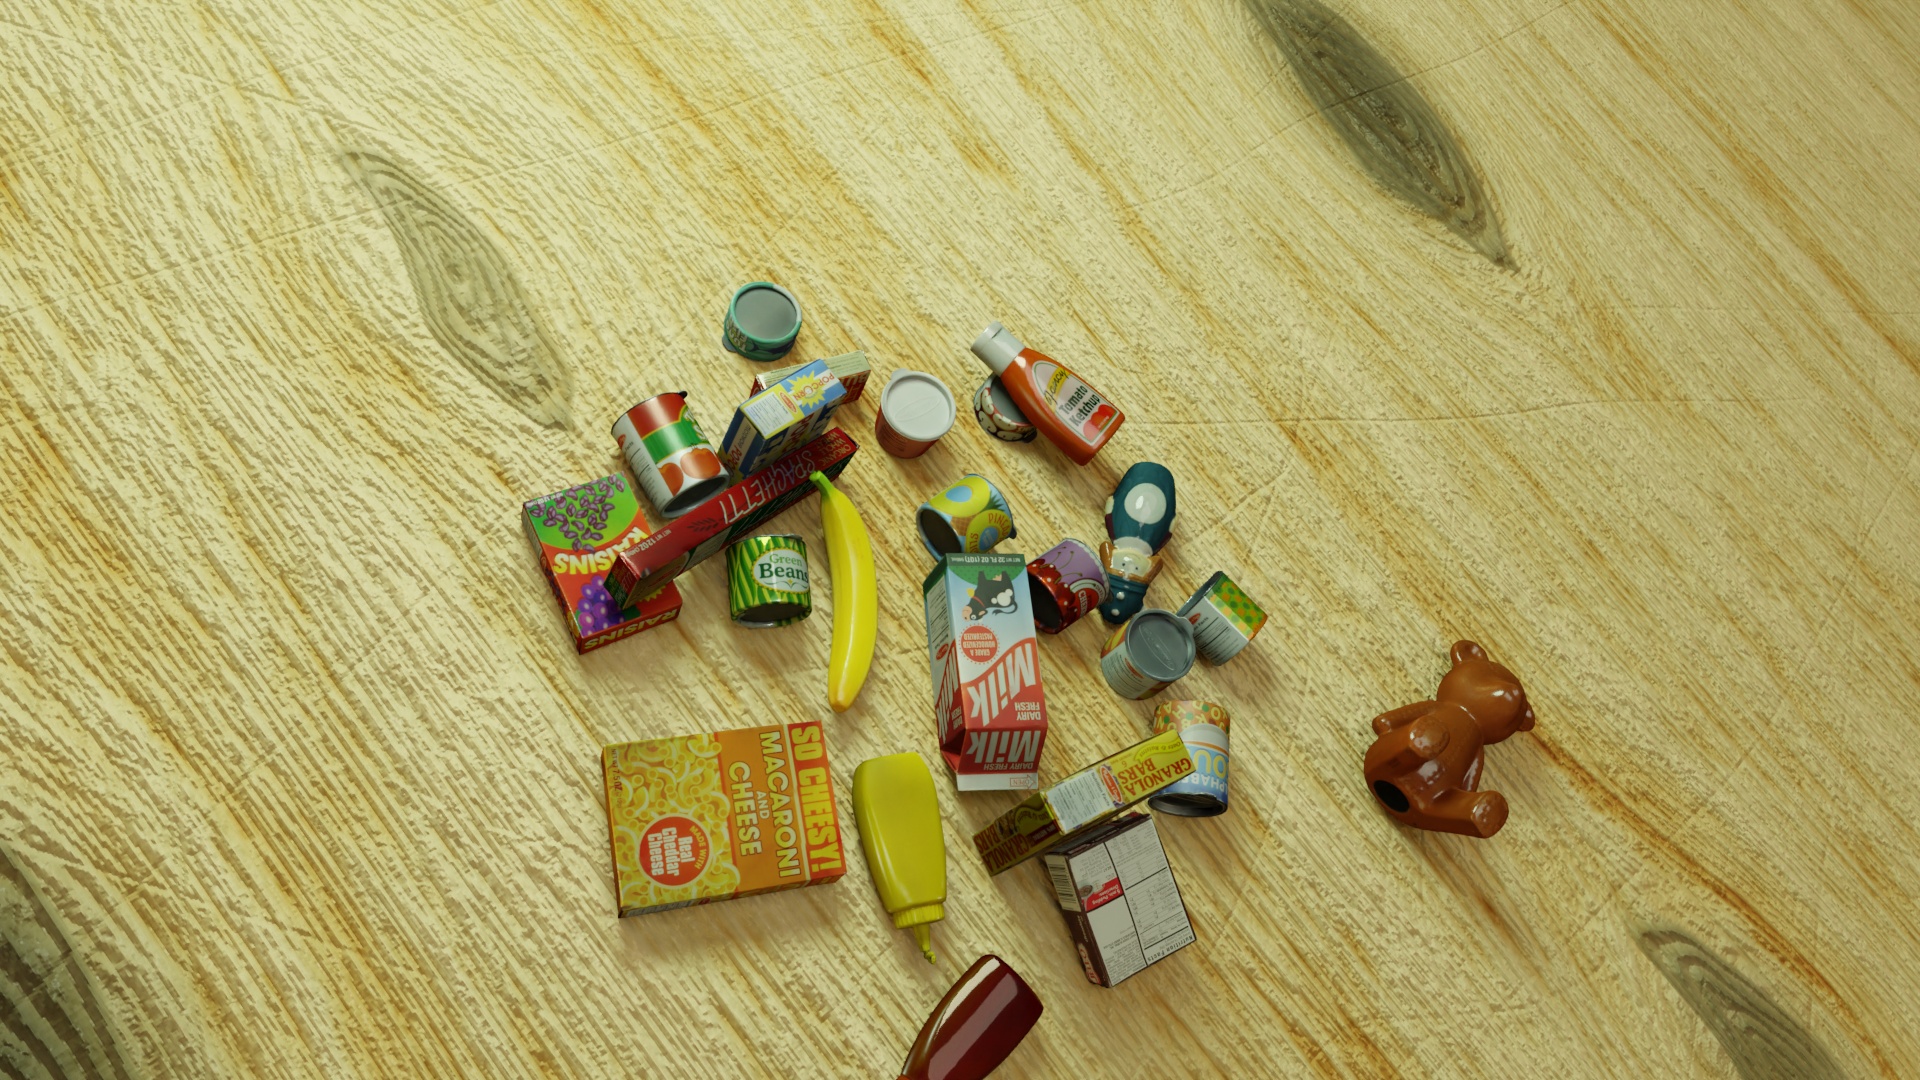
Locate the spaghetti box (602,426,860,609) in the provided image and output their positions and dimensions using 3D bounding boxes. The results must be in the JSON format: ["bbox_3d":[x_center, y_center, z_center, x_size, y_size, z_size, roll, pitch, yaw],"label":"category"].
[{"bbox_3d":[-0.179,-0.023,1.119,0.029,0.050,0.251,48,48,6],"label":"spaghetti box"}]

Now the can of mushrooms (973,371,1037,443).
[{"bbox_3d":[0.050,-0.126,1.283,0.071,0.033,0.071,8,65,-18],"label":"can of mushrooms"}]

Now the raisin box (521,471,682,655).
[{"bbox_3d":[-0.284,0.017,1.099,0.086,0.040,0.123,-21,74,-27],"label":"raisin box"}]

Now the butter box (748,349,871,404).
[{"bbox_3d":[-0.132,-0.134,1.212,0.104,0.053,0.024,-17,71,-26],"label":"butter box"}]

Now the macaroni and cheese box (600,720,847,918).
[{"bbox_3d":[-0.180,0.207,1.049,0.167,0.040,0.124,-4,68,-20],"label":"macaroni and cheese box"}]

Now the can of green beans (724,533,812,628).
[{"bbox_3d":[-0.155,0.034,1.121,0.071,0.071,0.058,-1,68,-20],"label":"can of green beans"}]

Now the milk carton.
[{"bbox_3d":[0.021,0.111,1.144,0.072,0.073,0.191,2,67,-19],"label":"milk carton"}]

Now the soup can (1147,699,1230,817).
[{"bbox_3d":[0.195,0.184,1.174,0.071,0.071,0.084,14,63,-13],"label":"soup can"}]

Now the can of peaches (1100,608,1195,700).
[{"bbox_3d":[0.164,0.099,1.209,0.071,0.057,0.071,8,64,-16],"label":"can of peaches"}]

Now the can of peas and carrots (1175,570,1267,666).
[{"bbox_3d":[0.232,0.069,1.242,0.059,0.070,0.071,45,61,3],"label":"can of peas and carrots"}]

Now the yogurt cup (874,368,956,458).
[{"bbox_3d":[-0.043,-0.108,1.231,0.072,0.053,0.072,7,65,-16],"label":"yogurt cup"}]

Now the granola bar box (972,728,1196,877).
[{"bbox_3d":[0.092,0.204,1.075,0.124,0.164,0.039,-20,74,-25],"label":"granola bar box"}]

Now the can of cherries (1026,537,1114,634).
[{"bbox_3d":[0.088,0.041,1.201,0.058,0.071,0.071,-31,80,-28],"label":"can of cherries"}]

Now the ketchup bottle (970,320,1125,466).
[{"bbox_3d":[0.075,-0.136,1.252,0.149,0.043,0.065,41,61,0],"label":"ketchup bottle"}]

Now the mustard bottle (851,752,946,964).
[{"bbox_3d":[-0.042,0.247,1.075,0.065,0.048,0.160,-5,69,-21],"label":"mustard bottle"}]

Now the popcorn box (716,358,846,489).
[{"bbox_3d":[-0.151,-0.091,1.144,0.085,0.126,0.038,-36,86,-28],"label":"popcorn box"}]

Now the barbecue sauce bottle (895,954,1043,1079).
[{"bbox_3d":[-0.007,0.381,1.030,0.065,0.043,0.149,46,61,5],"label":"barbecue sauce bottle"}]

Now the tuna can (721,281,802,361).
[{"bbox_3d":[-0.177,-0.194,1.234,0.071,0.032,0.071,8,64,-16],"label":"tuna can"}]

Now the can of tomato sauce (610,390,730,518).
[{"bbox_3d":[-0.235,-0.070,1.139,0.071,0.071,0.083,-27,79,-27],"label":"can of tomato sauce"}]

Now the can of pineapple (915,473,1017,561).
[{"bbox_3d":[0.004,-0.015,1.198,0.058,0.070,0.071,-34,82,-27],"label":"can of pineapple"}]
